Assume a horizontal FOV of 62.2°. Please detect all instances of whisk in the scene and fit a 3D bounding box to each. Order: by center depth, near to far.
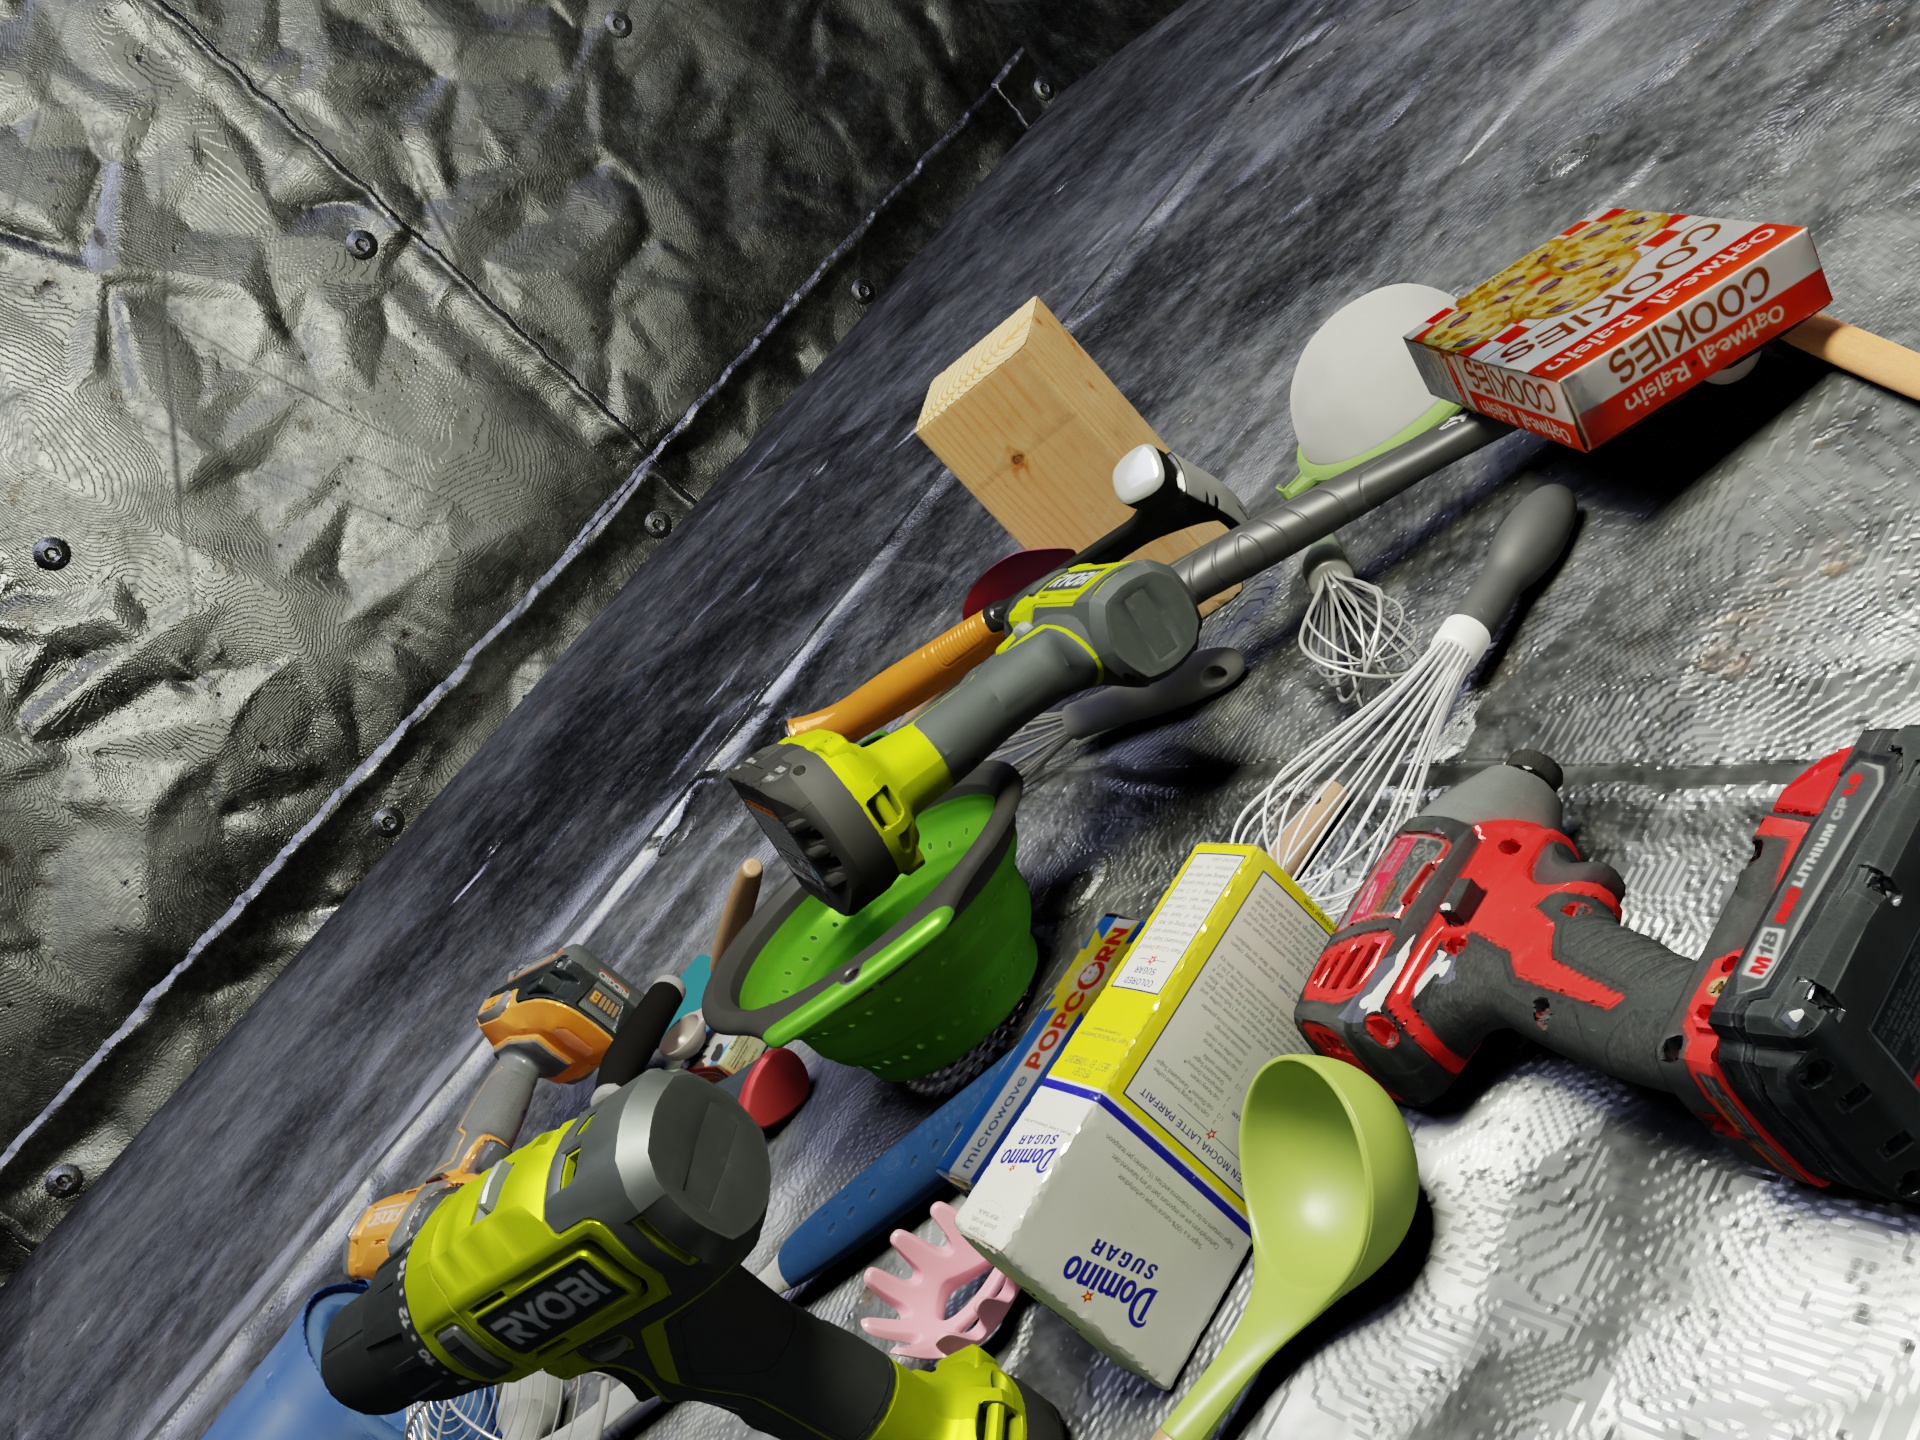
[{"bbox_3d":[0.208,-0.012,0.707,0.285,0.070,0.070,-49,19,-25],"label":"whisk"},{"bbox_3d":[0.198,-0.072,0.850,0.246,0.059,0.057,-82,-3,-66],"label":"whisk"},{"bbox_3d":[0.071,0.004,0.961,0.239,0.055,0.055,-23,29,38],"label":"whisk"}]

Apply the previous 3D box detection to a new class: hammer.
[{"bbox_3d":[-0.089,0.272,0.760,0.405,0.035,0.144,-41,20,12],"label":"hammer"},{"bbox_3d":[0.229,-0.134,0.839,0.335,0.035,0.146,-28,23,13],"label":"hammer"},{"bbox_3d":[0.020,-0.052,0.968,0.337,0.127,0.034,-31,61,30],"label":"hammer"},{"bbox_3d":[-0.231,0.278,1.026,0.386,0.038,0.143,-32,22,33],"label":"hammer"}]

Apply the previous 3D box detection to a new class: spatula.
[{"bbox_3d":[0.380,-0.147,0.643,0.081,0.041,0.323,-40,19,16],"label":"spatula"},{"bbox_3d":[-0.164,0.148,1.038,0.082,0.044,0.317,-55,-3,-30],"label":"spatula"}]

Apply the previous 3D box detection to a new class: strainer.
[{"bbox_3d":[0.288,-0.235,0.953,0.256,0.069,0.151,-22,30,51],"label":"strainer"}]

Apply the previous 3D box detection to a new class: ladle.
[{"bbox_3d":[0.046,0.249,0.510,0.320,0.062,0.078,-52,18,-11],"label":"ladle"}]

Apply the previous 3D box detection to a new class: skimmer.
[{"bbox_3d":[-0.197,0.266,0.874,0.127,0.090,0.363,-33,14,20],"label":"skimmer"}]

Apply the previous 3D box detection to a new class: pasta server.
[{"bbox_3d":[0.074,0.143,0.687,0.316,0.040,0.060,-50,36,-16],"label":"pasta server"}]

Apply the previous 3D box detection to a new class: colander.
[{"bbox_3d":[-0.031,0.097,0.909,0.204,0.094,0.397,-36,14,7],"label":"colander"}]

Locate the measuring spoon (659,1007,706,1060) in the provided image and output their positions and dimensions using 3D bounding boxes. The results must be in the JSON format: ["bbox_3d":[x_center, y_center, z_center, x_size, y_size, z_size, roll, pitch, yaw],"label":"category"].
[{"bbox_3d":[-0.139,0.175,1.012,0.124,0.018,0.034,-40,23,-5],"label":"measuring spoon"}]

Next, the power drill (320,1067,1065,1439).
[{"bbox_3d":[-0.093,0.234,0.552,0.190,0.228,0.080,-36,22,25],"label":"power drill"}]

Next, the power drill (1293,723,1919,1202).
[{"bbox_3d":[0.214,0.065,0.511,0.143,0.078,0.220,-52,18,-19],"label":"power drill"}]

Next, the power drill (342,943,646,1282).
[{"bbox_3d":[-0.284,0.255,1.009,0.185,0.084,0.226,-25,30,45],"label":"power drill"}]

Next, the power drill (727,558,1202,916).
[{"bbox_3d":[-0.001,-0.003,0.814,0.223,0.080,0.171,-35,13,-14],"label":"power drill"}]

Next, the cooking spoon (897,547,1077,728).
[{"bbox_3d":[0.001,-0.041,1.067,0.318,0.068,0.017,129,131,-60],"label":"cooking spoon"}]
